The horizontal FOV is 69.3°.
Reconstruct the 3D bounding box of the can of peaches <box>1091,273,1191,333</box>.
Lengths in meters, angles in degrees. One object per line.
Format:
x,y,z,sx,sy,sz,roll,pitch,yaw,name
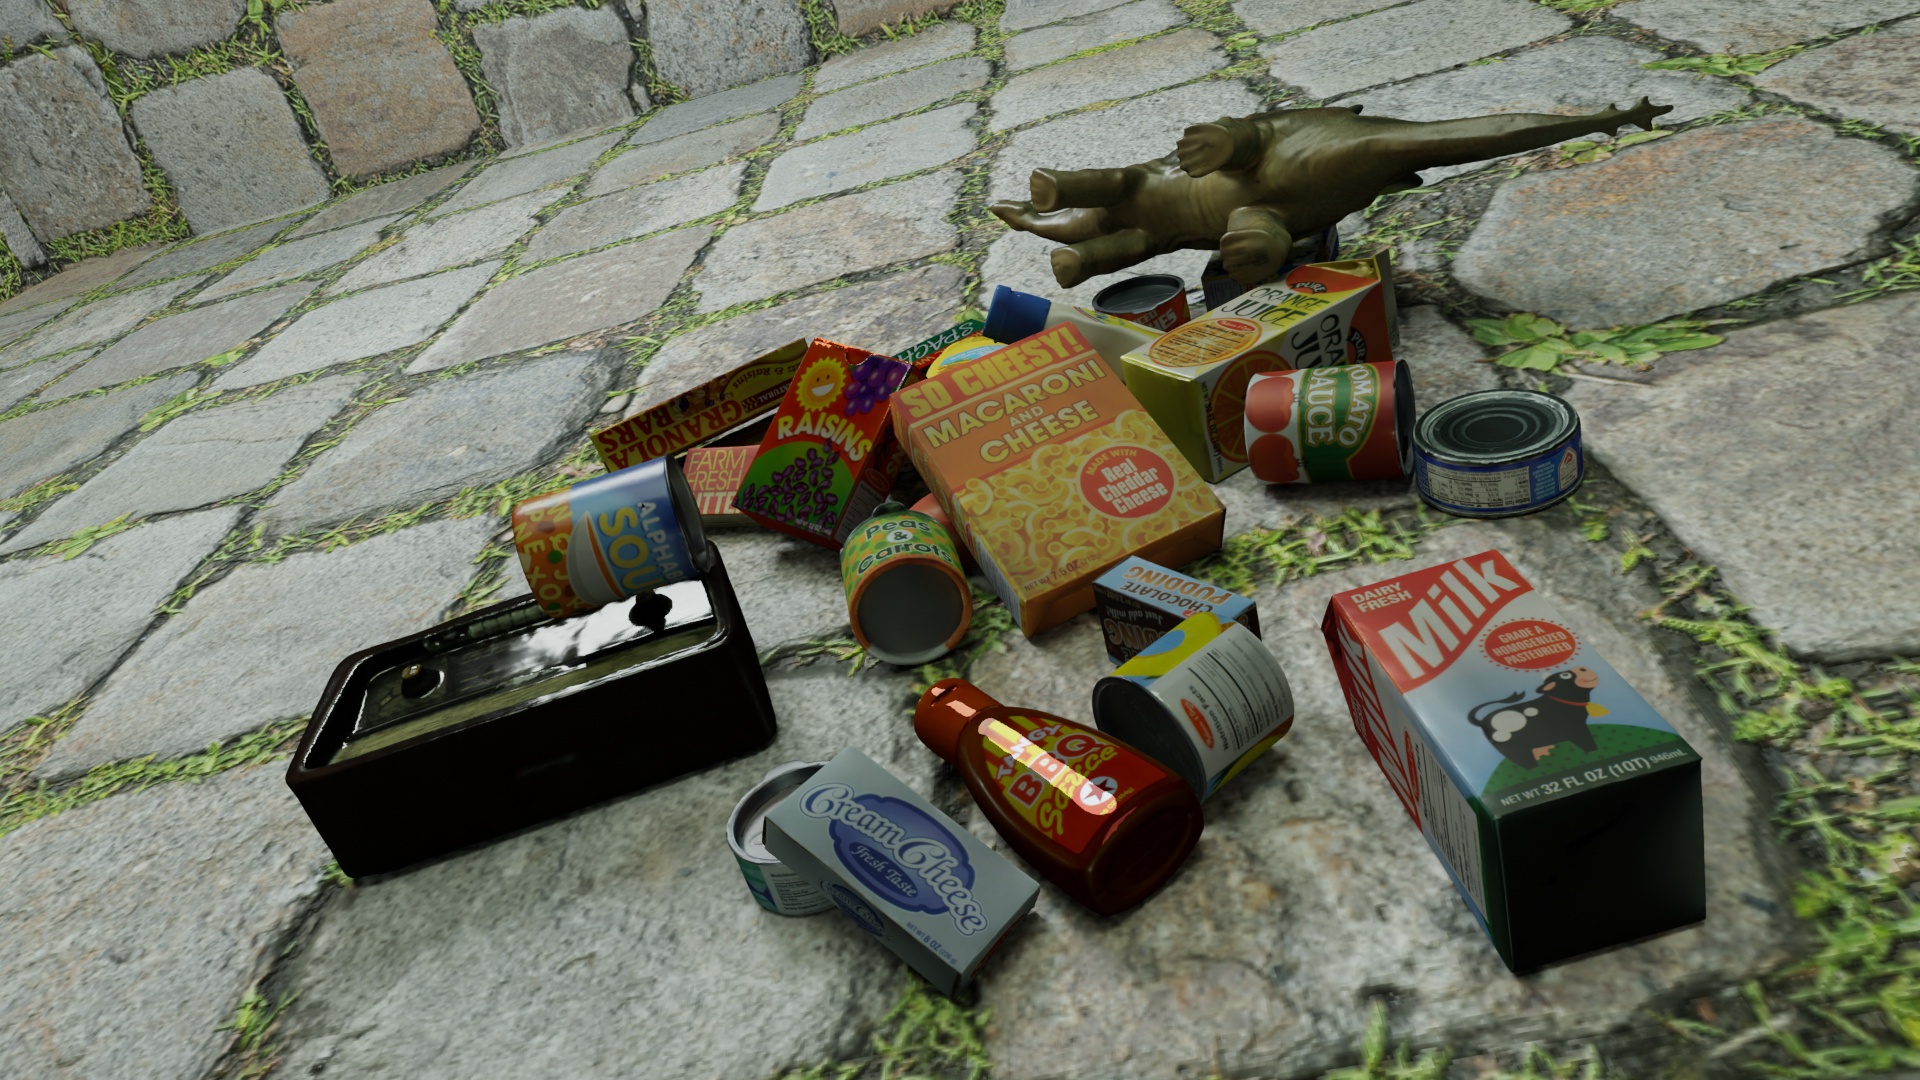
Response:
0.131,-0.148,0.982,0.071,0.057,0.071,-12,29,7,can of peaches

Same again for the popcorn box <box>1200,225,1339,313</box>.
0.238,-0.213,1.061,0.085,0.038,0.127,-3,31,24,popcorn box

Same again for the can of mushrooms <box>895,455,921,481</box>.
-0.044,-0.074,0.930,0.033,0.070,0.071,-11,28,14,can of mushrooms

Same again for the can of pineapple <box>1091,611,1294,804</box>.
0.098,0.072,0.594,0.058,0.070,0.071,-31,31,-26,can of pineapple

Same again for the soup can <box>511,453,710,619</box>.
-0.180,0.000,0.723,0.084,0.071,0.071,-18,28,-1,soup can

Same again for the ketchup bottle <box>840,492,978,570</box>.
0.003,-0.010,0.817,0.149,0.043,0.065,-25,36,-15,ketchup bottle

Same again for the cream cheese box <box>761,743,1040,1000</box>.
-0.024,0.131,0.558,0.104,0.024,0.053,32,48,23,cream cheese box

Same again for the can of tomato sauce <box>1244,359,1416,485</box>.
0.208,-0.066,0.779,0.083,0.071,0.071,-2,31,27,can of tomato sauce

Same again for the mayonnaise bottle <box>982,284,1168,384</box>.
0.090,-0.131,0.919,0.148,0.041,0.065,17,17,-2,mayonnaise bottle

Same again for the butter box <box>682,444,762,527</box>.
-0.144,-0.037,0.940,0.103,0.024,0.053,-1,68,27,butter box

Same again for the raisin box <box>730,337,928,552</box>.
-0.080,-0.060,0.878,0.086,0.040,0.123,18,77,33,raisin box

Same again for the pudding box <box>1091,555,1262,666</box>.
0.104,0.044,0.659,0.030,0.049,0.084,-30,31,-27,pudding box

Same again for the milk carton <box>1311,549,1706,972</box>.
0.201,0.066,0.540,0.072,0.073,0.191,-17,28,1,milk carton

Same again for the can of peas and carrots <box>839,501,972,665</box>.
-0.030,0.023,0.747,0.071,0.070,0.059,-18,28,-1,can of peas and carrots

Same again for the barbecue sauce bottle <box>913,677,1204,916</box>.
0.033,0.102,0.599,0.065,0.043,0.149,-36,33,-20,barbecue sauce bottle

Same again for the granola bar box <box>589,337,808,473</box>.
-0.189,-0.094,1.030,0.166,0.039,0.124,-27,8,-12,granola bar box

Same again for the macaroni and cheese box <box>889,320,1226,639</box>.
0.050,-0.039,0.779,0.124,0.040,0.167,-24,54,-13,macaroni and cheese box

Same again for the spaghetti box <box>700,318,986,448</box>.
-0.074,-0.104,1.044,0.251,0.028,0.050,-28,30,-21,spaghetti box

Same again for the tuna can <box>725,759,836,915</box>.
-0.068,0.130,0.615,0.071,0.032,0.071,-13,28,7,tuna can

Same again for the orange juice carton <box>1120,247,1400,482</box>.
0.202,-0.115,0.869,0.193,0.071,0.073,-28,30,-20,orange juice carton
